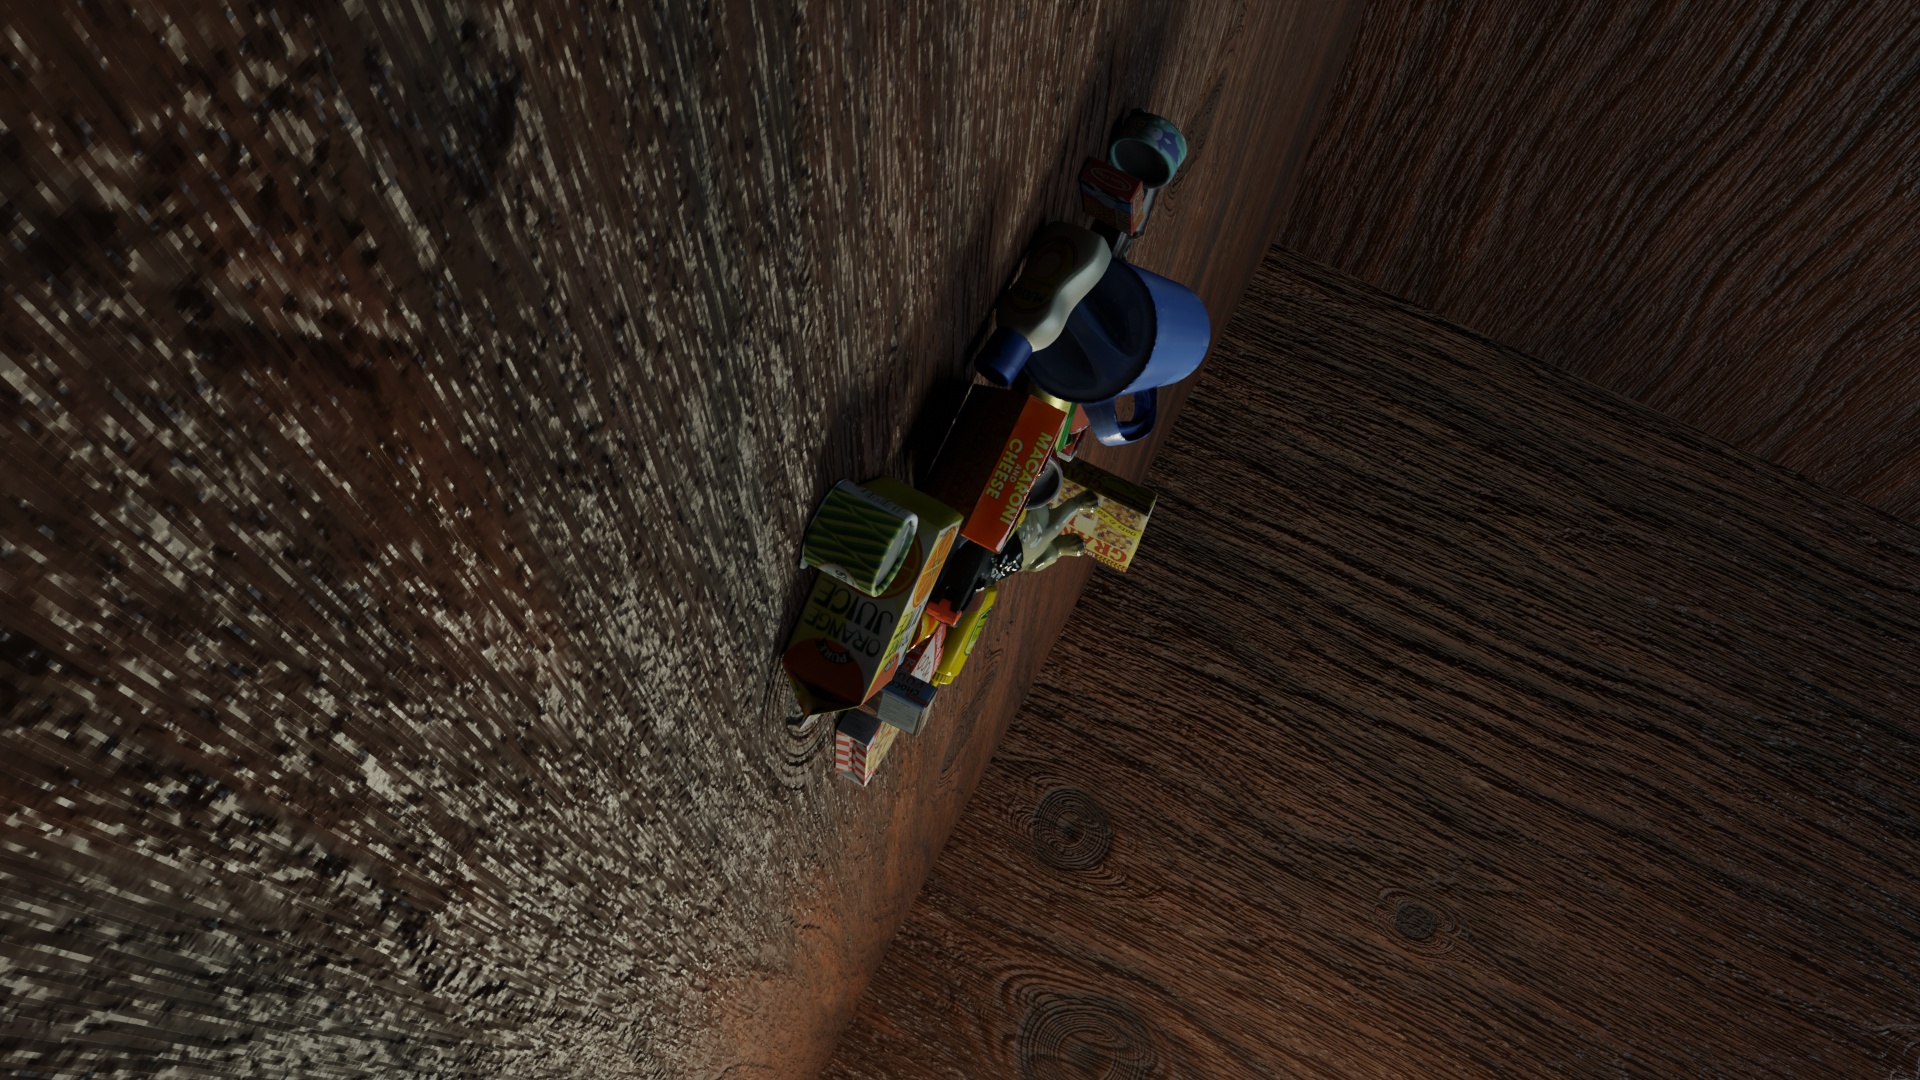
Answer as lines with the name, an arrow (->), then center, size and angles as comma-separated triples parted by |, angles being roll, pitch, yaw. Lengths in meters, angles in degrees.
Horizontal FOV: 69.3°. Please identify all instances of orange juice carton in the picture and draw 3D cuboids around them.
orange juice carton -> -0.074, 0.054, 1.059 | 0.192, 0.073, 0.072 | -66, 171, 14

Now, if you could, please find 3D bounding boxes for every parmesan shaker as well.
parmesan shaker -> 0.089, -0.142, 1.401 | 0.072, 0.071, 0.102 | -56, 167, -38

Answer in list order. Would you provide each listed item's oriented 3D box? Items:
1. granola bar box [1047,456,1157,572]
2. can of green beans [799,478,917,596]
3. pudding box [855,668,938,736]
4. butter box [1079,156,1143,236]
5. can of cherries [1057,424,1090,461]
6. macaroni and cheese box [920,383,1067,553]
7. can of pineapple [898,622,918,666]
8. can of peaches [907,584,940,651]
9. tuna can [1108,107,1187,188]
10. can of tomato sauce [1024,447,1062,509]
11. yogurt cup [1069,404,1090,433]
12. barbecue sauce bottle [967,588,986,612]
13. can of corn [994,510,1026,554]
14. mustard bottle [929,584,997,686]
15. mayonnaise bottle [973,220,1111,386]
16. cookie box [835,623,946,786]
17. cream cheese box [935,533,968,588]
granola bar box -> 0.143, -0.042, 1.668 | 0.039, 0.166, 0.123 | -58, 169, -33
can of green beans -> -0.070, -0.001, 0.976 | 0.071, 0.058, 0.071 | -60, 170, -18
pudding box -> -0.067, 0.143, 1.301 | 0.049, 0.084, 0.030 | 106, 12, -46
butter box -> 0.139, -0.313, 1.265 | 0.024, 0.053, 0.103 | -61, 170, -1
can of cherries -> 0.115, -0.134, 1.596 | 0.072, 0.058, 0.071 | -60, 170, -18
macaroni and cheese box -> 0.022, -0.064, 1.145 | 0.123, 0.040, 0.166 | -64, -162, 1
can of pineapple -> -0.068, 0.065, 1.134 | 0.057, 0.071, 0.071 | -68, 169, 20
can of peaches -> -0.055, 0.060, 1.204 | 0.071, 0.071, 0.058 | -66, 169, 16
tuna can -> 0.171, -0.360, 1.280 | 0.033, 0.071, 0.070 | -59, 169, -21
can of tomato sauce -> 0.060, -0.081, 1.347 | 0.083, 0.071, 0.070 | -97, -158, -54
yogurt cup -> 0.114, -0.157, 1.518 | 0.073, 0.072, 0.053 | -57, 160, -34
barbecue sauce bottle -> 0.001, 0.000, 1.355 | 0.044, 0.065, 0.147 | -78, 178, -56
can of corn -> 0.028, -0.028, 1.394 | 0.058, 0.071, 0.070 | -51, 164, -54
mustard bottle -> -0.009, 0.118, 1.640 | 0.160, 0.049, 0.065 | -65, 168, 12
mayonnaise bottle -> 0.065, -0.198, 1.164 | 0.148, 0.065, 0.041 | -57, 148, -13
cookie box -> -0.071, 0.159, 1.447 | 0.168, 0.040, 0.122 | -58, 169, -28
cream cheese box -> -0.036, 0.029, 1.253 | 0.024, 0.053, 0.103 | -39, 154, -63
